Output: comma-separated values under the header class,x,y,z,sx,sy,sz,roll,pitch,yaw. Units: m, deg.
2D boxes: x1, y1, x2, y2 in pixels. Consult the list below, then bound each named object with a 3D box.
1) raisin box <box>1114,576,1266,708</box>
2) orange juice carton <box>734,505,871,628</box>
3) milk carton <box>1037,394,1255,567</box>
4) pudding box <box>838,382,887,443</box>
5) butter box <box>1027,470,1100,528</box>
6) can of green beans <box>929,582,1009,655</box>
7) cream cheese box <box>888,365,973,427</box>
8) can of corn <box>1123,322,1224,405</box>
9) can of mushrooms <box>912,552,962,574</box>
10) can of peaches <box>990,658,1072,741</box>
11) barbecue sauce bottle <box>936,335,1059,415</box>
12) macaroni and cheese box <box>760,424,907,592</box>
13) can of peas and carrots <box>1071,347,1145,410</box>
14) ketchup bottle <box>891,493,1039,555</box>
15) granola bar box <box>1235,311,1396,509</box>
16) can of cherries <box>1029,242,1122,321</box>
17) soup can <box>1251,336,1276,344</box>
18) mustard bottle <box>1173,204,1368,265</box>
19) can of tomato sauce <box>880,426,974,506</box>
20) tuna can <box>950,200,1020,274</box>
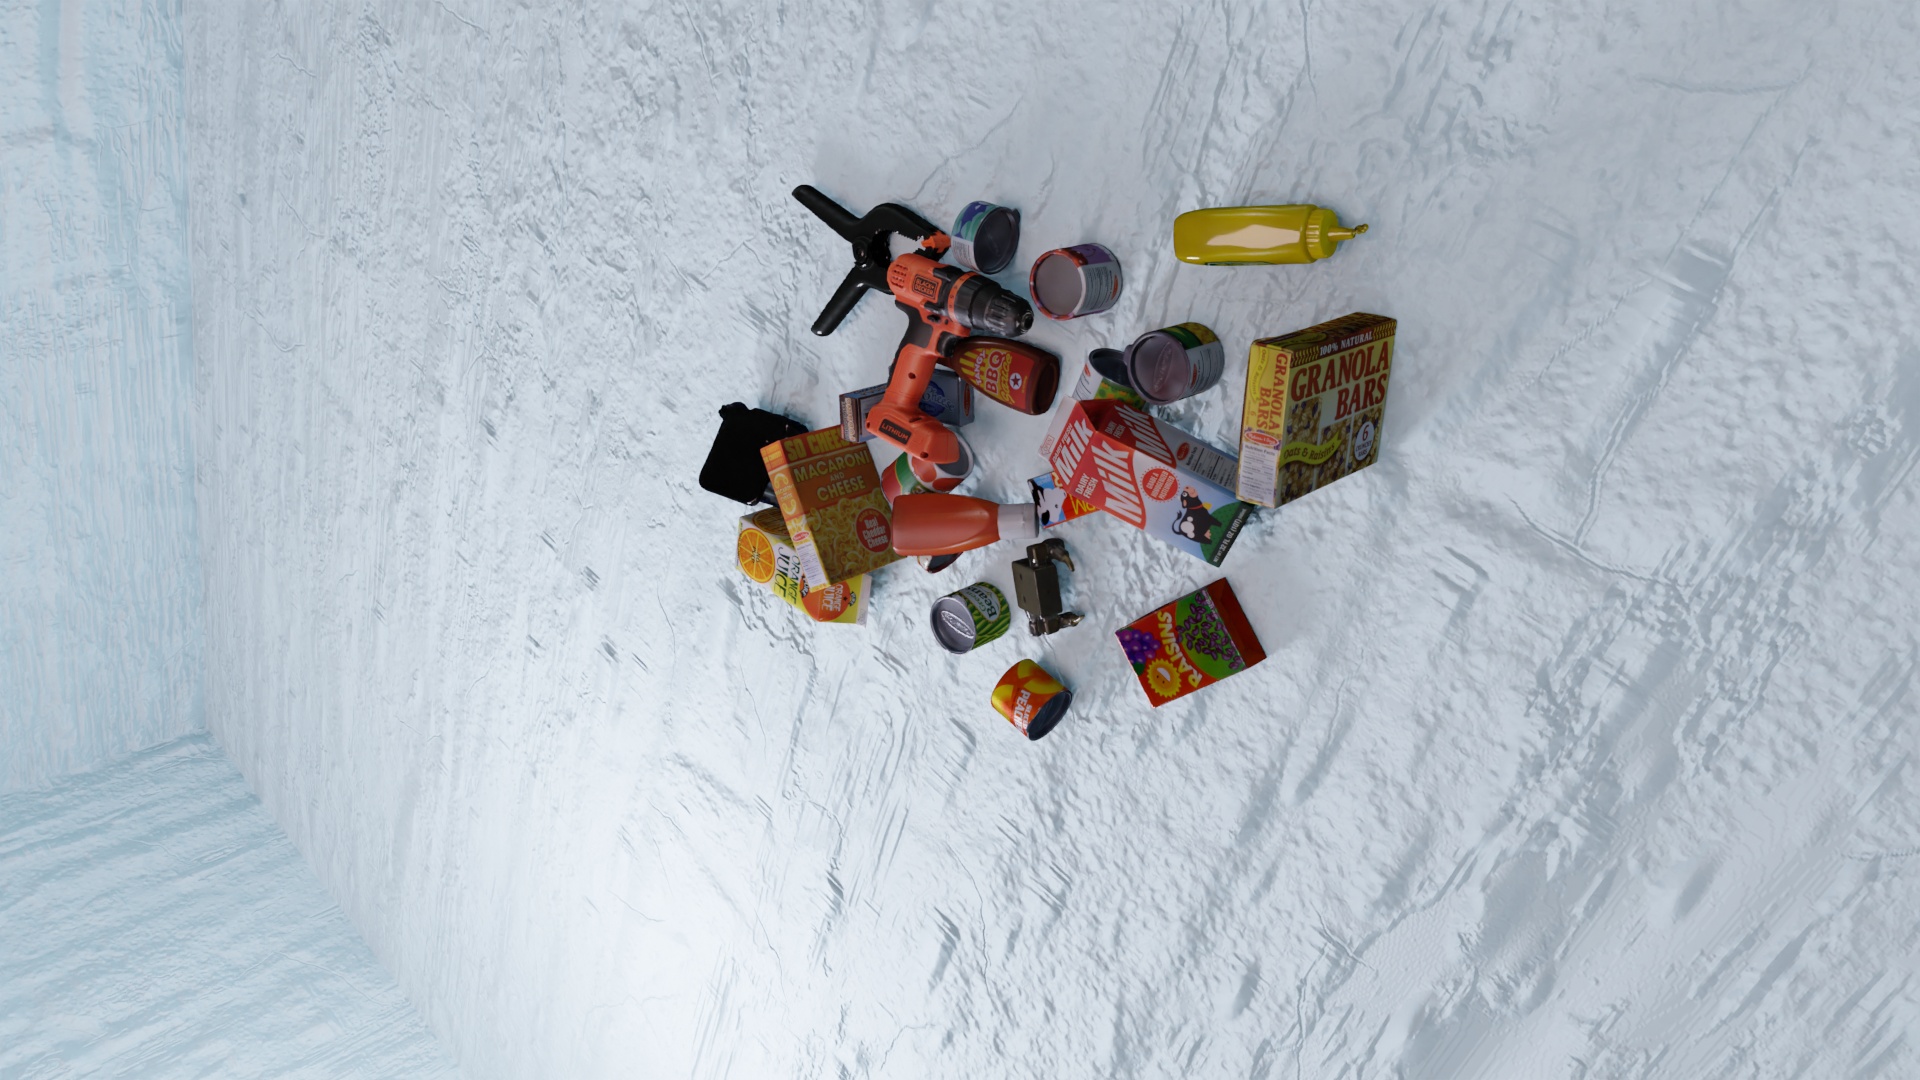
class,x,y,z,sx,sy,sz,roll,pitch,yaw
raisin box,0.215,0.098,1.313,0.123,0.040,0.086,-32,82,43
orange juice carton,-0.175,0.032,1.632,0.193,0.073,0.071,29,122,32
milk carton,0.165,-0.061,1.232,0.191,0.074,0.072,27,125,5
pudding box,-0.086,-0.134,1.446,0.030,0.084,0.049,16,116,42
butter box,0.115,-0.050,1.365,0.103,0.024,0.053,-18,91,45
can of green beans,0.010,0.083,1.486,0.071,0.058,0.071,17,115,39
cream cheese box,-0.032,-0.154,1.467,0.104,0.024,0.053,15,114,39
can of corn,0.189,-0.159,1.233,0.071,0.058,0.071,17,116,39
can of mushrooms,-0.022,0.003,1.484,0.033,0.071,0.070,46,131,20
can of peaches,0.072,0.166,1.448,0.058,0.071,0.071,39,128,28
barbecue sauce bottle,0.029,-0.176,1.388,0.149,0.044,0.064,26,116,35
macaroni and cheese box,-0.140,-0.040,1.537,0.040,0.124,0.166,-20,90,44
can of peas and carrots,0.142,-0.135,1.283,0.071,0.071,0.058,41,129,25
ketchup bottle,0.005,-0.018,1.421,0.149,0.043,0.065,-2,77,12
granola bar box,0.280,-0.105,1.091,0.039,0.166,0.123,19,117,39
can of cherries,0.104,-0.239,1.285,0.071,0.058,0.071,16,115,38
soup can,0.272,-0.124,1.165,0.071,0.071,0.083,18,116,38
mustard bottle,0.255,-0.250,1.138,0.160,0.065,0.048,8,106,37
can of tomato sauce,-0.034,-0.071,1.467,0.082,0.071,0.071,-40,76,43
tuna can,0.025,-0.294,1.337,0.033,0.071,0.070,26,121,35
